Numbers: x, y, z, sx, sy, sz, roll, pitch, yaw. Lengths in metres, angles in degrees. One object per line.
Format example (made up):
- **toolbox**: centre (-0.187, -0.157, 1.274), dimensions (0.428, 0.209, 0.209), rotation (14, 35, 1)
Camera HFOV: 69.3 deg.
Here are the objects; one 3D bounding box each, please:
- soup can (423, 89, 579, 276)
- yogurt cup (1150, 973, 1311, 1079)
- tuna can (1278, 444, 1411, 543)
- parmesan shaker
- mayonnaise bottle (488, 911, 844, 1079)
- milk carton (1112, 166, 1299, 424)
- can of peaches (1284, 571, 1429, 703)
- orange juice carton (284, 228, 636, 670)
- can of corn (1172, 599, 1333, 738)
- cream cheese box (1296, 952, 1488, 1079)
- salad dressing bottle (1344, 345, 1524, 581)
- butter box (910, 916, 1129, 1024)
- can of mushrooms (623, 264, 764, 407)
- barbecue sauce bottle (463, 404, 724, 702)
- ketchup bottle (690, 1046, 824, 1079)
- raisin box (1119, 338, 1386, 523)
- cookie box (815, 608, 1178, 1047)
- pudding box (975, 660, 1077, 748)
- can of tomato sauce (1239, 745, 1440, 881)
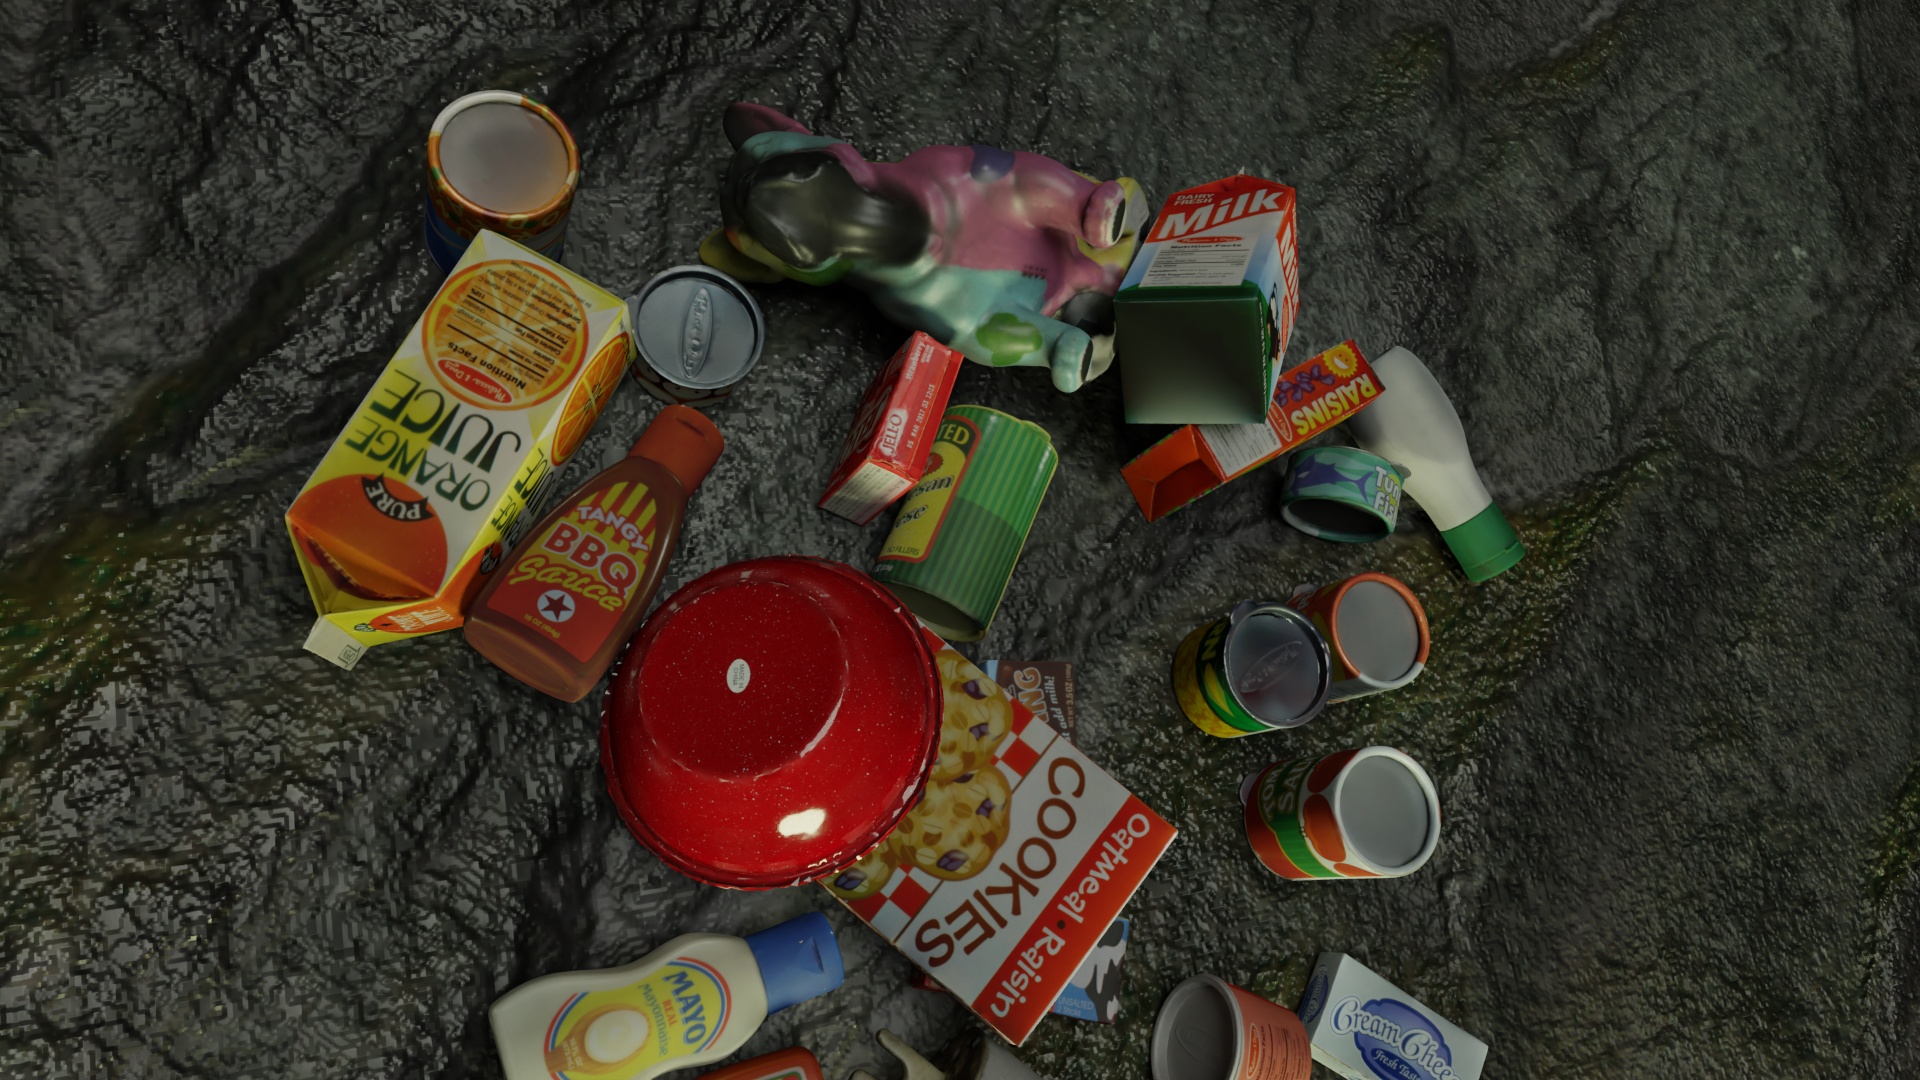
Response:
- **soup can**: centre (-0.216, -0.160, 0.655), dimensions (0.071, 0.083, 0.071), rotation (6, 74, -20)
- **yogurt cup**: centre (0.136, 0.254, 0.688), dimensions (0.054, 0.072, 0.072), rotation (21, 69, -24)
- **tuna can**: centre (0.220, -0.026, 0.794), dimensions (0.071, 0.071, 0.033), rotation (22, 71, -15)
- **parmesan shaker**: centre (0.003, -0.009, 0.704), dimensions (0.071, 0.071, 0.103), rotation (28, 67, -12)
- **mayonnaise bottle**: centre (-0.126, 0.205, 0.611), dimensions (0.148, 0.041, 0.065), rotation (-15, 80, -24)
- **milk carton**: centre (0.142, -0.139, 0.759), dimensions (0.191, 0.073, 0.072), rotation (-61, 147, -51)
- **can of peaches**: centre (0.218, 0.053, 0.778), dimensions (0.071, 0.058, 0.071), rotation (5, 74, -20)
- **orange juice carton**: centre (-0.224, -0.032, 0.610), dimensions (0.073, 0.071, 0.193), rotation (29, 75, -3)
- **can of corn**: centre (0.155, 0.069, 0.749), dimensions (0.071, 0.058, 0.071), rotation (6, 74, -20)
- **cream cheese box**: centre (0.228, 0.268, 0.741), dimensions (0.104, 0.024, 0.053), rotation (33, 65, -10)
- **salad dressing bottle**: centre (0.286, -0.045, 0.840), dimensions (0.064, 0.044, 0.147), rotation (-33, 90, -27)
- **butter box**: centre (0.030, 0.202, 0.682), dimensions (0.103, 0.024, 0.053), rotation (16, 70, -17)
- **can of mushrooms**: centre (-0.136, -0.103, 0.697), dimensions (0.071, 0.033, 0.071), rotation (5, 74, -20)
- **barbecue sauce bottle**: centre (-0.161, -0.001, 0.643), dimensions (0.065, 0.043, 0.149), rotation (32, 55, -5)
- **ketchup bottle**: centre (-0.128, 0.269, 0.592), dimensions (0.149, 0.043, 0.065), rotation (-11, 77, -23)
- **raisin box**: centre (0.162, -0.060, 0.772), dimensions (0.124, 0.086, 0.040), rotation (-28, 86, -25)
- **cookie box**: centre (-0.001, 0.133, 0.653), dimensions (0.167, 0.040, 0.123), rotation (39, 74, 7)
- **pudding box**: centre (0.032, 0.103, 0.707), dimensions (0.050, 0.030, 0.084), rotation (4, 74, -19)
- **can of tomato sauce**: centre (0.198, 0.143, 0.731), dimensions (0.071, 0.083, 0.071), rotation (6, 74, -20)
